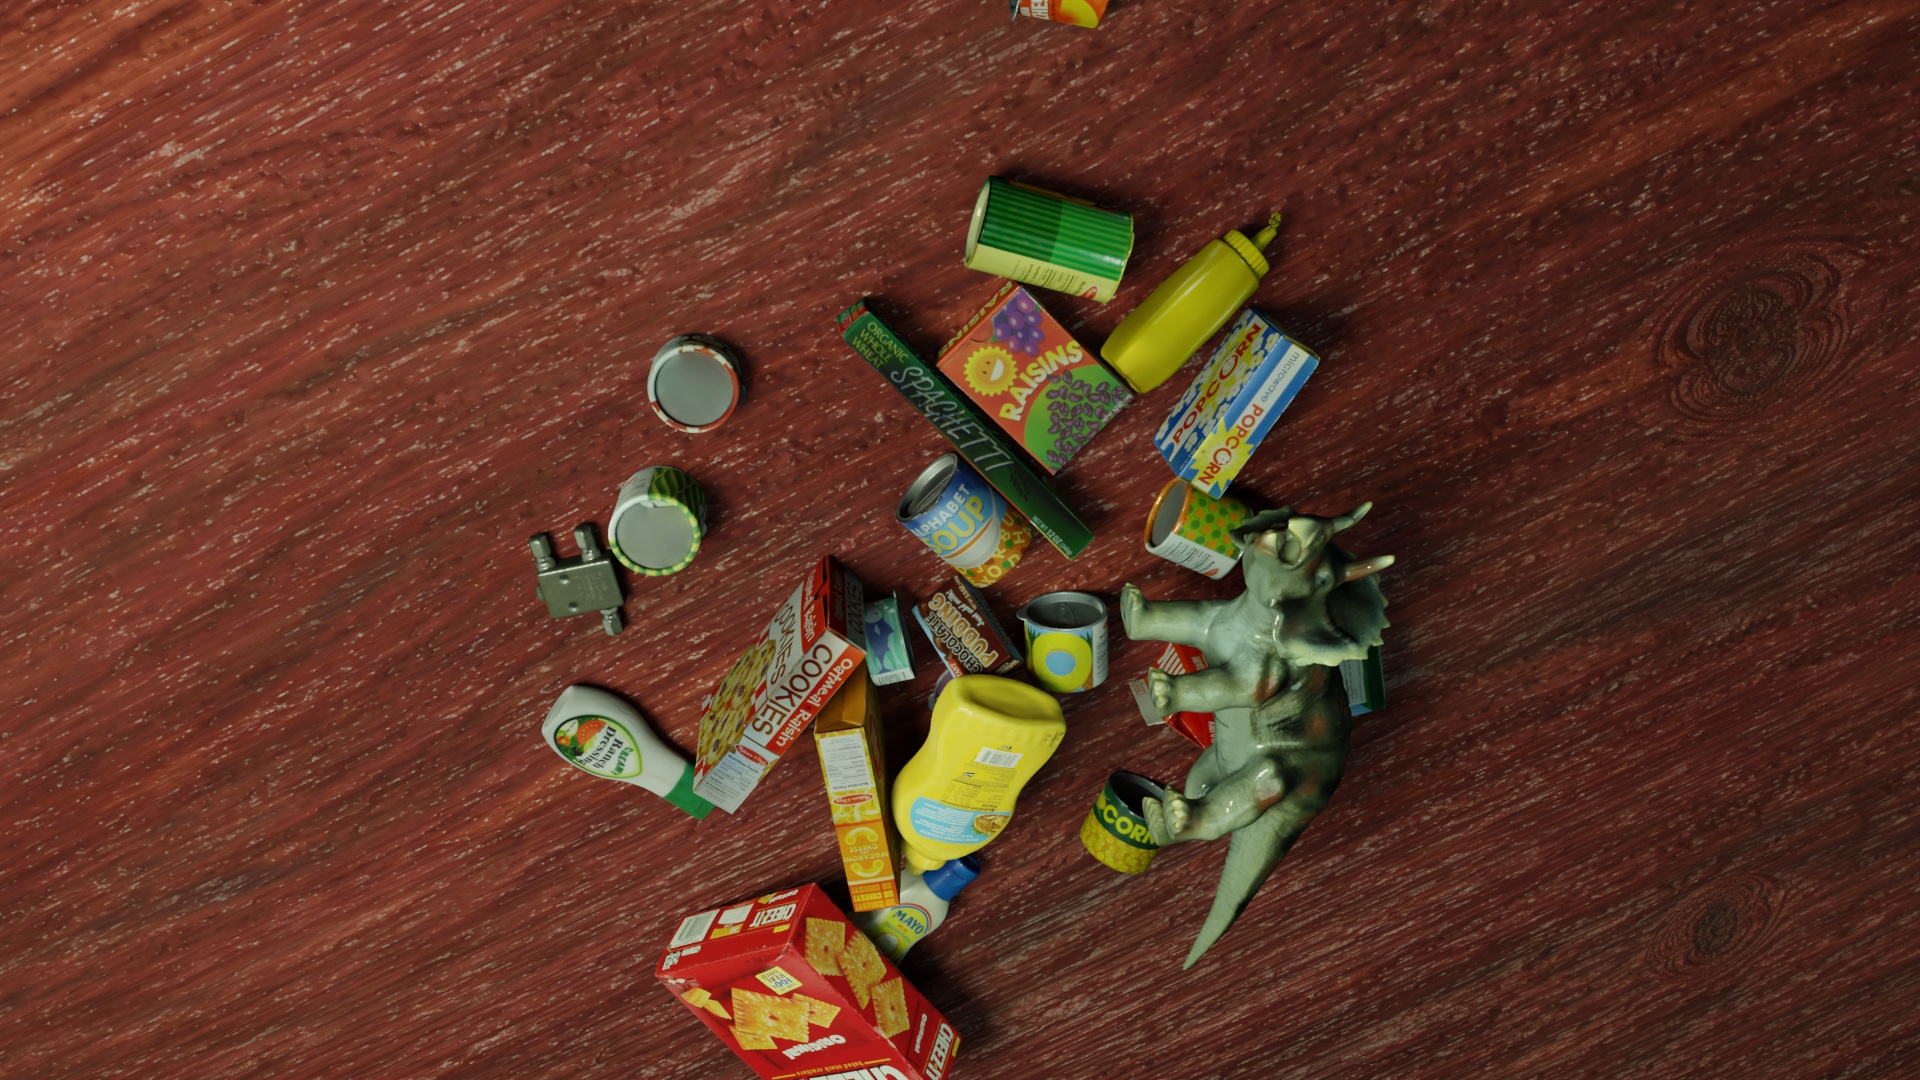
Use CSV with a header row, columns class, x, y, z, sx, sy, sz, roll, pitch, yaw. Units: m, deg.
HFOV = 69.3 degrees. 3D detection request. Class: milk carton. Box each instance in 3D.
class,x,y,z,sx,sy,sz,roll,pitch,yaw
milk carton,0.235,0.110,1.121,0.191,0.072,0.073,-13,113,-1

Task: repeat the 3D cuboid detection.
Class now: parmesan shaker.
class,x,y,z,sx,sy,sz,roll,pitch,yaw
parmesan shaker,0.061,-0.210,0.964,0.103,0.071,0.071,13,112,-11

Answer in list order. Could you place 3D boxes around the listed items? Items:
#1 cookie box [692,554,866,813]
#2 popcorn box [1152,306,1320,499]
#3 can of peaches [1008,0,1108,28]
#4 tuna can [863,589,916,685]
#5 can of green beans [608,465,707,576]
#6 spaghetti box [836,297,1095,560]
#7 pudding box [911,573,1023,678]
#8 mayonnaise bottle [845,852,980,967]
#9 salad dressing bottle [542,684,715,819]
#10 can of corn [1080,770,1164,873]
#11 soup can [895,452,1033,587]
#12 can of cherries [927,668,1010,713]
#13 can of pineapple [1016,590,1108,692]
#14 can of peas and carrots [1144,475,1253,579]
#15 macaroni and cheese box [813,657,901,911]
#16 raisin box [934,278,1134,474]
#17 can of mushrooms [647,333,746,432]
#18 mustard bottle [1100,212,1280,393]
class,x,y,z,sx,sy,sz,roll,pitch,yaw
cookie box,-0.137,0.105,1.050,0.040,0.123,0.167,35,106,-19
popcorn box,0.200,-0.102,1.017,0.038,0.085,0.126,29,107,-18
can of peaches,0.066,-0.368,0.899,0.058,0.071,0.071,7,113,-10
tuna can,-0.058,0.076,1.078,0.033,0.071,0.070,-13,114,1
can of green beans,-0.223,-0.014,1.025,0.071,0.058,0.071,-2,114,-5
spaghetti box,0.006,-0.081,1.026,0.028,0.050,0.249,-43,111,10
pudding box,0.005,0.073,1.076,0.049,0.084,0.030,-38,154,11
mayonnaise bottle,-0.047,0.319,1.197,0.064,0.041,0.148,42,104,-18
salad dressing bottle,-0.259,0.171,1.109,0.147,0.044,0.064,35,107,-19
can of corn,0.141,0.238,1.166,0.071,0.071,0.058,21,111,-14
soup can,0.004,-0.013,1.043,0.083,0.071,0.071,41,104,-20
can of cherries,0.011,0.138,1.116,0.071,0.058,0.071,-2,113,-6
can of pineapple,0.082,0.079,1.094,0.071,0.071,0.057,-5,114,-4
can of peas and carrots,0.183,-0.013,1.067,0.059,0.071,0.070,22,109,-14
macaroni and cheese box,-0.078,0.185,1.091,0.040,0.124,0.165,-8,114,2
raisin box,0.053,-0.121,1.019,0.086,0.040,0.123,-43,110,13
can of mushrooms,-0.189,-0.112,1.000,0.071,0.033,0.070,-2,113,-5
mustard bottle,0.173,-0.174,0.997,0.160,0.065,0.048,-43,107,8
